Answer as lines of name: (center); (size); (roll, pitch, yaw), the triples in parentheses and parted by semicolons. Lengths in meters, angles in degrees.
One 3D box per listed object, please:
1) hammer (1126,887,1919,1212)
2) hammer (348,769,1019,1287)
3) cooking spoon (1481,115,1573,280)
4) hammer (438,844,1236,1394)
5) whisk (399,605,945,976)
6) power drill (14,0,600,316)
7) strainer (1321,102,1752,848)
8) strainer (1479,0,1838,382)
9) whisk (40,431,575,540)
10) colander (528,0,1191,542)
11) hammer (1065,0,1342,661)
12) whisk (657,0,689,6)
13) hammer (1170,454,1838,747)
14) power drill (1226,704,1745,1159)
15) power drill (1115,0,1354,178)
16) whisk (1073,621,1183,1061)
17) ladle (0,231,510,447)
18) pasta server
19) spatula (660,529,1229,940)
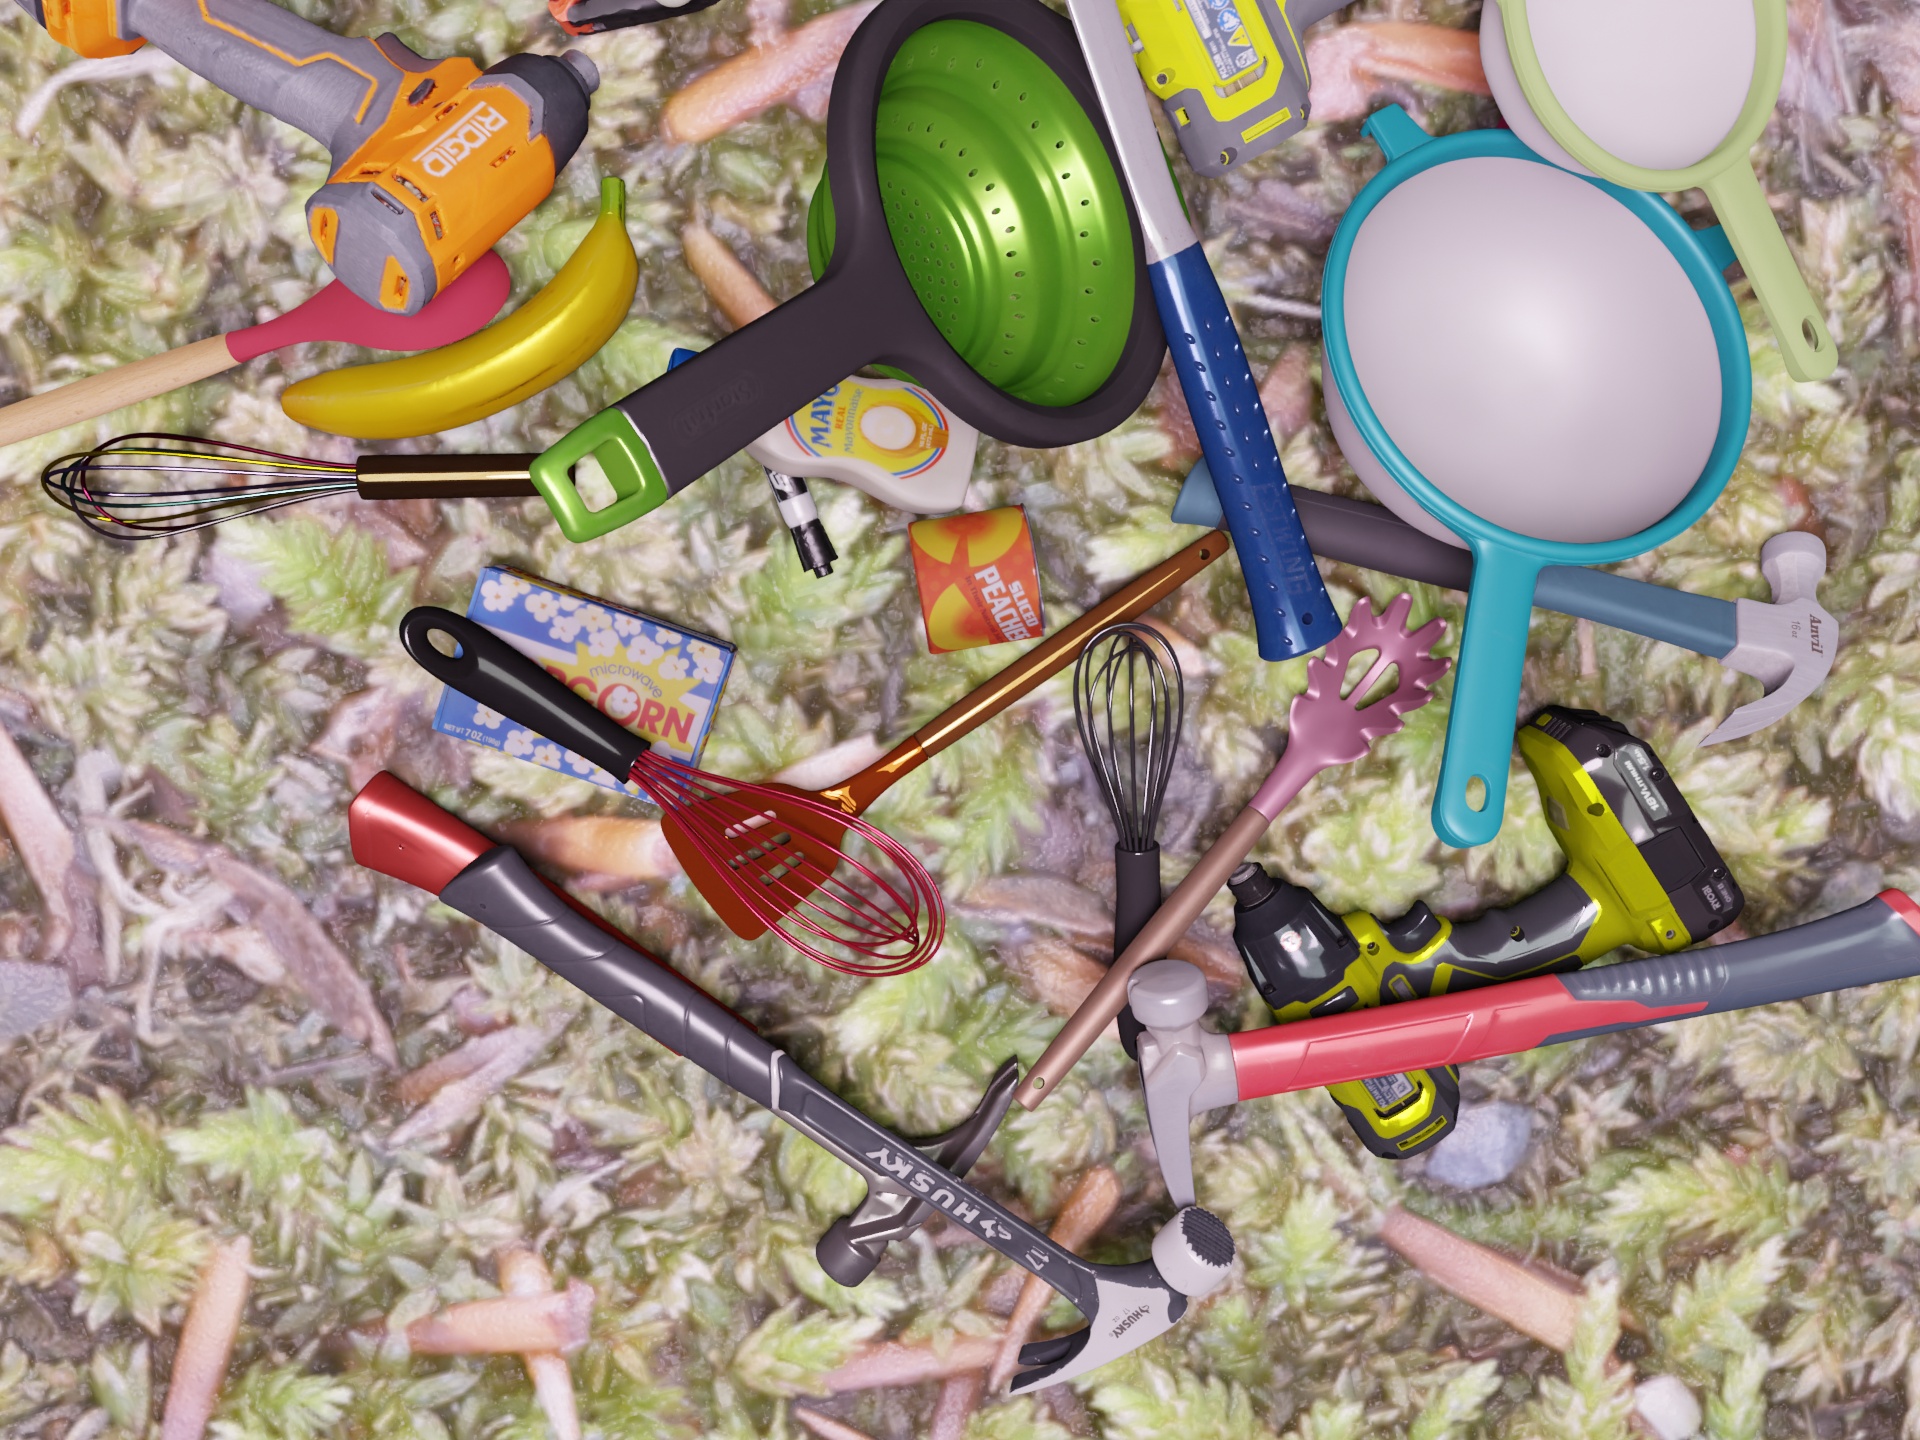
hammer: (0.280, 0.154, 0.765); (0.386, 0.038, 0.143); (-10, 110, 1)
hammer: (-0.148, 0.136, 0.808); (0.359, 0.037, 0.149); (37, 98, -8)
cooking spoon: (0.317, -0.375, 0.770); (0.068, 0.017, 0.319); (12, 98, -6)
hammer: (-0.074, 0.188, 0.772); (0.409, 0.036, 0.149); (34, 121, -3)
whisk: (-0.136, 0.031, 0.749); (0.296, 0.073, 0.073); (32, 95, -2)
power drill: (-0.279, -0.302, 0.702); (0.226, 0.084, 0.164); (39, 59, -7)
strainer: (0.237, -0.101, 0.732); (0.211, 0.095, 0.340); (16, 75, -9)
strainer: (0.312, -0.259, 0.714); (0.151, 0.069, 0.256); (-39, 105, -16)
whisk: (-0.311, -0.115, 0.767); (0.245, 0.051, 0.047); (-2, 121, -7)
colander: (-0.046, -0.172, 0.664); (0.397, 0.094, 0.204); (-44, 114, -40)
hammer: (0.095, -0.217, 0.695); (0.144, 0.035, 0.405); (-28, 109, -17)
whisk: (-0.221, -0.390, 0.706); (0.246, 0.058, 0.059); (33, 133, 1)
hammer: (0.268, -0.075, 0.786); (0.331, 0.033, 0.128); (15, 59, 1)
power drill: (0.258, 0.098, 0.809); (0.223, 0.080, 0.171); (-35, 100, 5)
power drill: (0.165, -0.386, 0.724); (0.228, 0.080, 0.190); (-29, 105, 2)
whisk: (0.087, 0.066, 0.804); (0.055, 0.055, 0.239); (-5, 106, -3)
ladle: (-0.364, -0.168, 0.748); (0.315, 0.031, 0.069); (-17, 64, 6)
pasta server: (0.131, 0.066, 0.785); (0.060, 0.040, 0.316); (39, 81, 12)
spatula: (-0.001, -0.003, 0.807); (0.322, 0.041, 0.081); (-34, 101, -2)
